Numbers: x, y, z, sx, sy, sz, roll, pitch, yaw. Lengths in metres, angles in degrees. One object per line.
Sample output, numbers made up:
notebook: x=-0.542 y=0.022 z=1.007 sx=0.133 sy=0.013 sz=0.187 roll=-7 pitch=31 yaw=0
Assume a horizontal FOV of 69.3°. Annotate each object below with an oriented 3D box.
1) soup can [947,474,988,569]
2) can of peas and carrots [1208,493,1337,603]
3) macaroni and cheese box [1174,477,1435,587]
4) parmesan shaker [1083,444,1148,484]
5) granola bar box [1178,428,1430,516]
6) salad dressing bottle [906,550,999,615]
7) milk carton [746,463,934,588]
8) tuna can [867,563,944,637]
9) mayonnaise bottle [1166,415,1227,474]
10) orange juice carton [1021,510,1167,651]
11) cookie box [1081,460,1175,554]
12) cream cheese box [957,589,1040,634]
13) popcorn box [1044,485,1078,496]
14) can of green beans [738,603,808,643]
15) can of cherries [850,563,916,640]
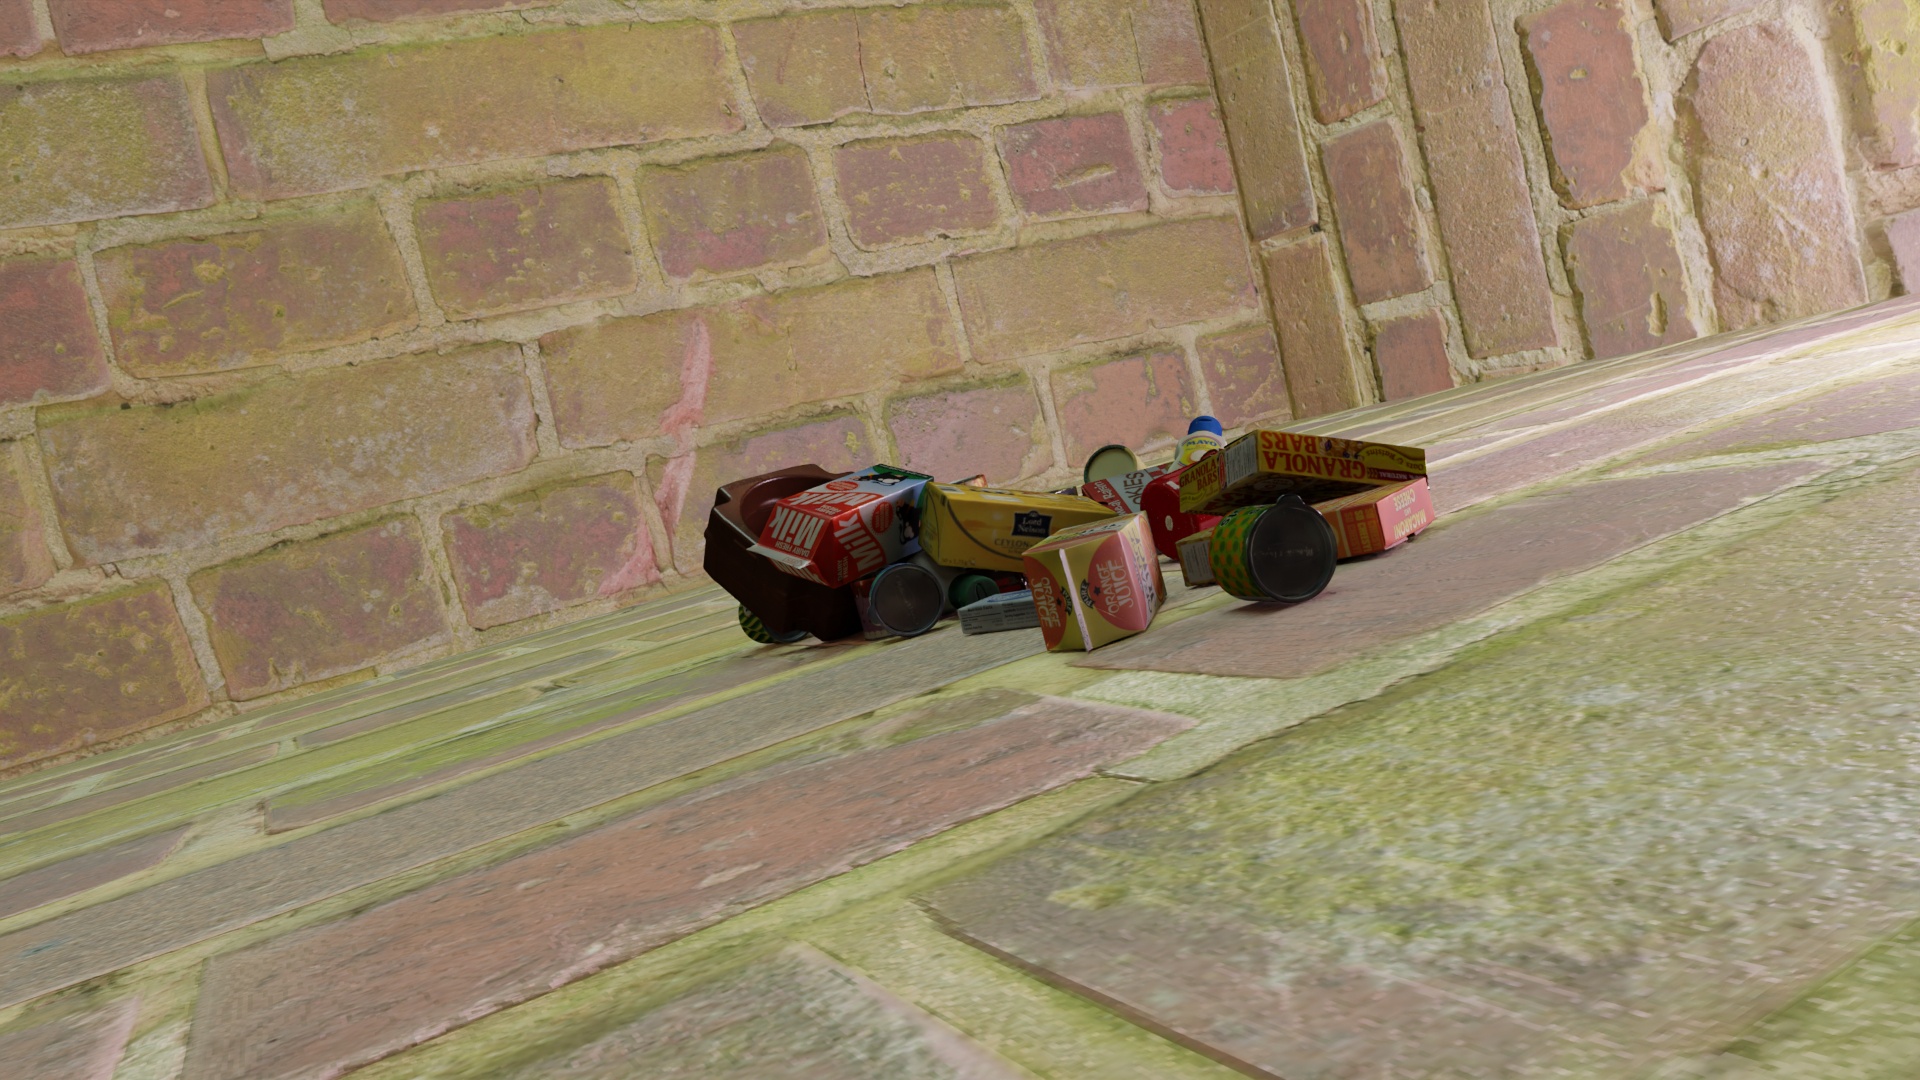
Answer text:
soup can: x=0.005 y=-0.018 z=1.400 sx=0.071 sy=0.083 sz=0.071 roll=-18 pitch=6 yaw=2
can of peas and carrots: x=0.206 y=0.006 z=0.925 sx=0.071 sy=0.071 sz=0.058 roll=-15 pitch=3 yaw=-17
macaroni and cheese box: x=0.273 y=-0.006 z=1.096 sx=0.166 sy=0.040 sz=0.124 roll=-12 pitch=3 yaw=36
parmesan shaker: x=0.188 y=-0.062 z=1.574 sx=0.071 sy=0.071 sz=0.103 roll=-13 pitch=-27 yaw=26
granola bar box: x=0.286 y=-0.050 z=1.167 sx=0.166 sy=0.039 sz=0.124 roll=4 pitch=-16 yaw=-21
salad dressing bottle: x=-0.010 y=0.044 z=1.322 sx=0.044 sy=0.064 sz=0.147 roll=-27 pitch=16 yaw=-19
milk carton: x=-0.110 y=-0.011 z=1.318 sx=0.072 sy=0.073 sz=0.191 roll=16 pitch=26 yaw=35
tuna can: x=-0.052 y=0.054 z=1.253 sx=0.071 sy=0.071 sz=0.033 roll=-15 pitch=2 yaw=-8
mayonnaise bottle: x=0.248 y=-0.083 z=1.432 sx=0.065 sy=0.041 sz=0.149 roll=2 pitch=30 yaw=12
orange juice carton: x=0.097 y=0.029 z=1.003 sx=0.073 sy=0.071 sz=0.193 roll=-14 pitch=3 yaw=15
cookie box: x=0.223 y=-0.039 z=1.447 sx=0.168 sy=0.040 sz=0.123 roll=-14 pitch=28 yaw=-6
cream cheese box: x=0.052 y=0.056 z=1.144 sx=0.103 sy=0.024 sz=0.053 roll=-11 pitch=6 yaw=45
popcorn box: x=0.083 y=-0.008 z=1.528 sx=0.038 sy=0.085 sz=0.126 roll=-16 pitch=3 yaw=-39
can of green beans: x=-0.196 y=0.076 z=1.478 sx=0.071 sy=0.071 sz=0.057 roll=-16 pitch=3 yaw=-33
can of cherries: x=-0.064 y=0.057 z=1.312 sx=0.071 sy=0.058 sz=0.071 roll=-15 pitch=3 yaw=1
